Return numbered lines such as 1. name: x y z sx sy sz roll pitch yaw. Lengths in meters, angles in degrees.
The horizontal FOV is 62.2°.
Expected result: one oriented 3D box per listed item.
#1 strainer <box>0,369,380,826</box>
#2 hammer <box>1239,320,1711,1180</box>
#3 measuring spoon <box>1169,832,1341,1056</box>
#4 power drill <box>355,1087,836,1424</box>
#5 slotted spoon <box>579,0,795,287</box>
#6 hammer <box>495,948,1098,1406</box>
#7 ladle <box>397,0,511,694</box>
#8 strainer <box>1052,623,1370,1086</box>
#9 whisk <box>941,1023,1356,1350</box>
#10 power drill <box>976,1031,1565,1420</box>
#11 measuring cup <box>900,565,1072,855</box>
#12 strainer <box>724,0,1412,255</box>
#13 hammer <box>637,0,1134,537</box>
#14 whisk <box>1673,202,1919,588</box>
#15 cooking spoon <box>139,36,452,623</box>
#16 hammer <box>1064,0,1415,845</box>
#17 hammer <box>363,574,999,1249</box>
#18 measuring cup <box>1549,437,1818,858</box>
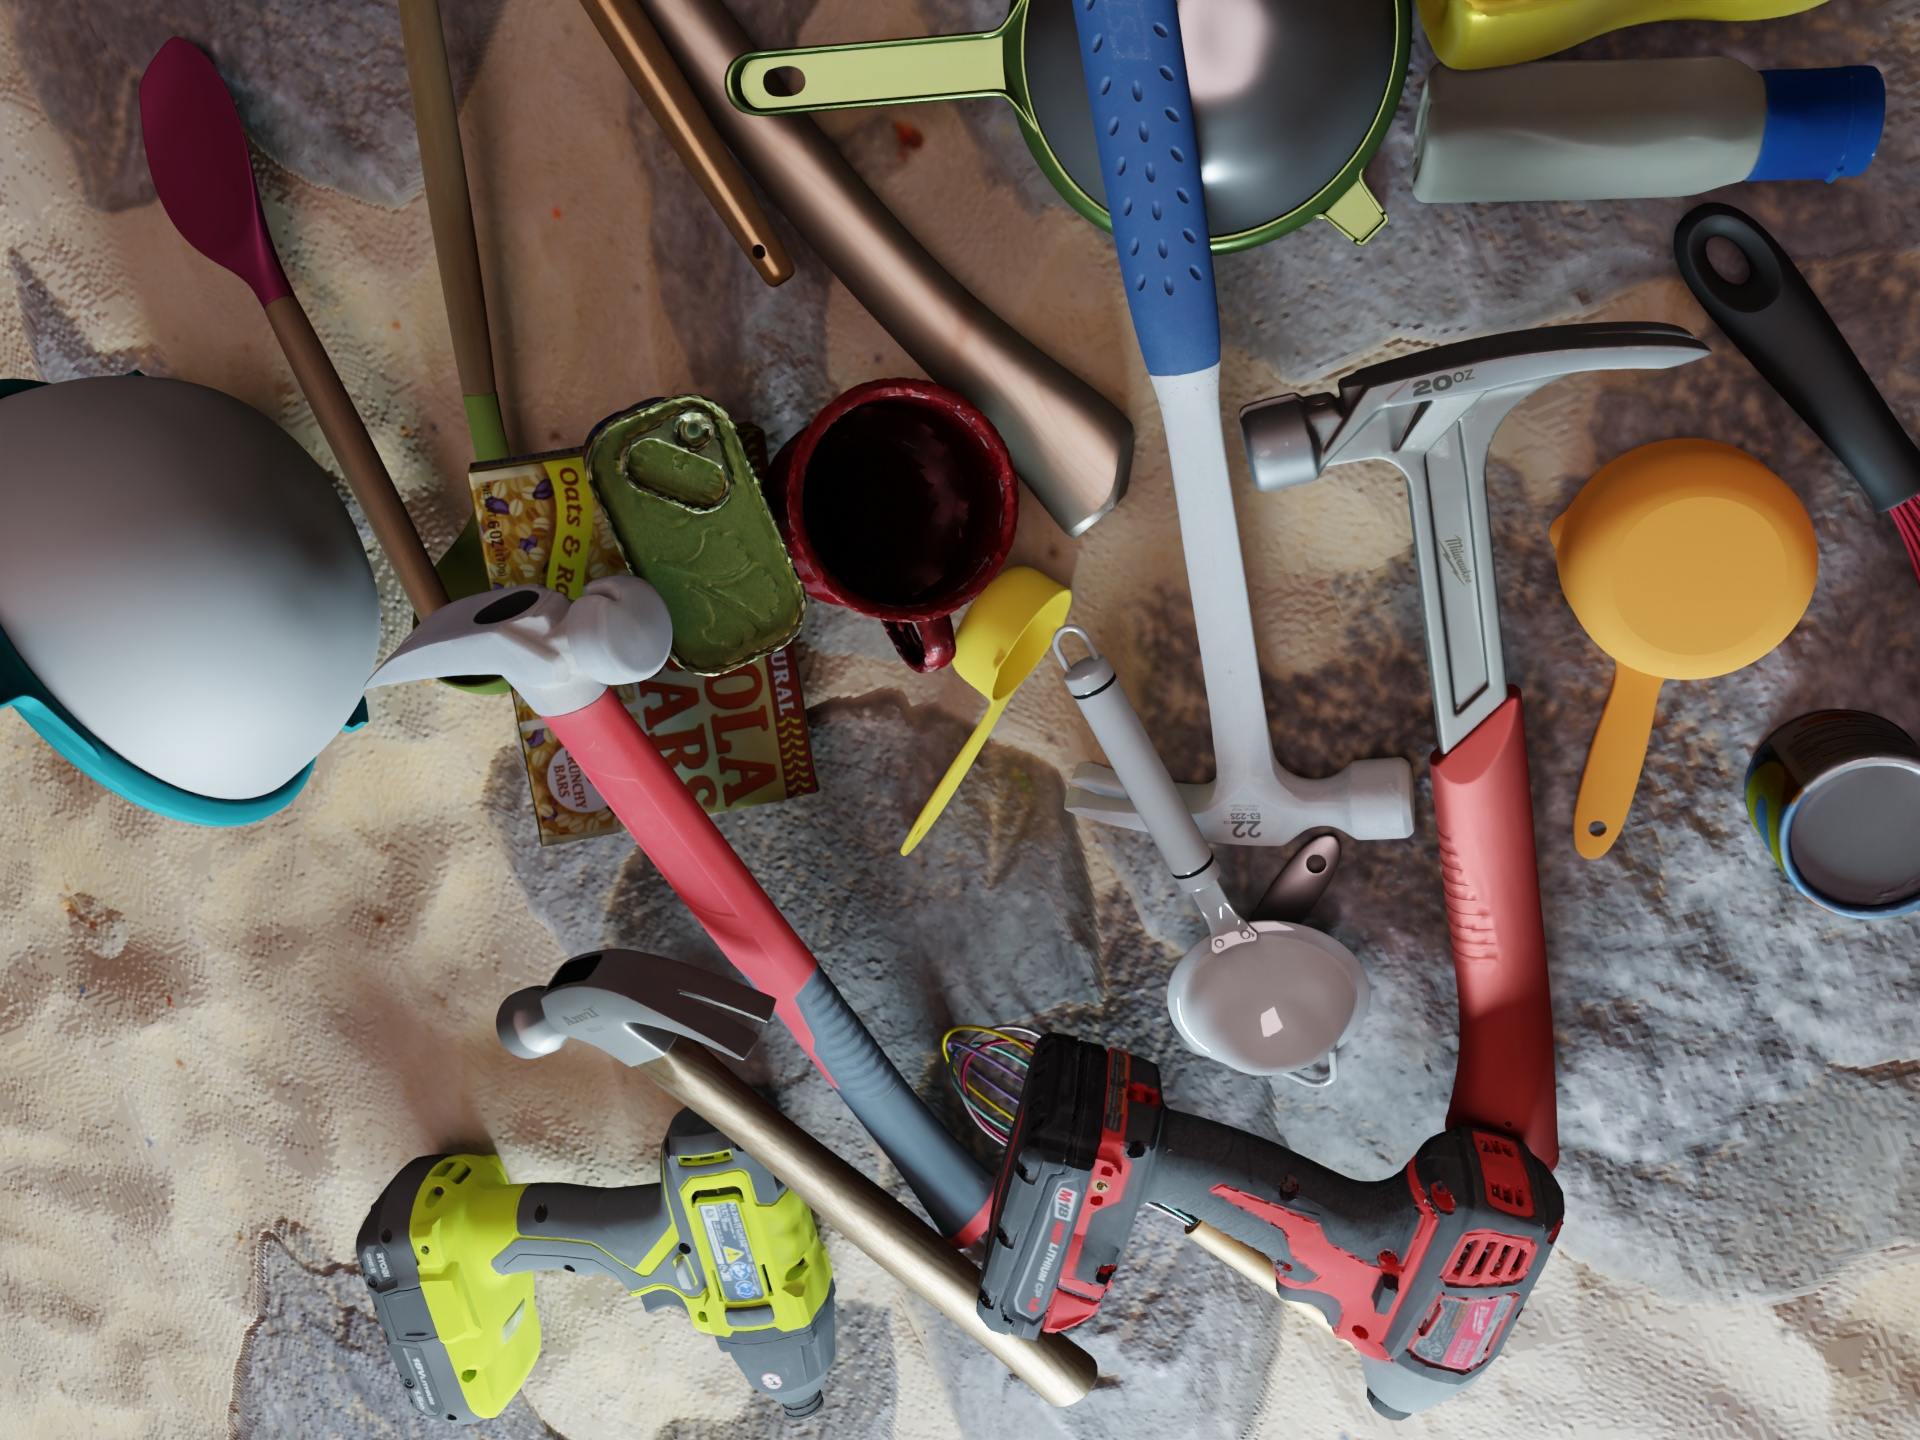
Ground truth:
1. strainer: -0.317 -0.049 0.616 0.095 0.340 0.211 -26 104 9
2. hammer: 0.209 0.032 0.607 0.149 0.037 0.358 -10 117 12
3. measuring spoon: 0.131 0.101 0.702 0.034 0.018 0.124 31 111 5
4. power drill: -0.178 0.286 0.813 0.223 0.080 0.171 -10 103 15
5. slotted spoon: -0.156 -0.306 0.613 0.070 0.031 0.313 -29 100 24
6. hammer: -0.052 0.214 0.720 0.331 0.031 0.130 45 136 -20
7. ladle: -0.217 -0.165 0.680 0.078 0.062 0.320 5 113 19
8. strainer: 0.099 0.070 0.658 0.087 0.050 0.258 -23 110 20
9. whisk: 0.093 0.216 0.735 0.245 0.051 0.047 35 106 0
10. power drill: 0.124 0.221 0.669 0.219 0.079 0.143 13 118 2
11. measuring cup: -0.001 -0.002 0.695 0.029 0.062 0.156 38 123 12
12. strainer: 0.037 -0.239 0.572 0.256 0.069 0.151 -3 112 4
13. hammer: -0.083 -0.233 0.650 0.146 0.038 0.410 -40 93 23
14. whisk: 0.353 -0.066 0.573 0.073 0.073 0.296 -37 88 22
15. cooking spoon: -0.289 -0.162 0.703 0.068 0.017 0.319 -33 82 31
16. hammer: 0.078 -0.119 0.584 0.144 0.035 0.405 -4 122 18
17. hammer: -0.092 0.102 0.682 0.143 0.038 0.385 -6 129 35
18. measuring cup: 0.266 -0.019 0.609 0.095 0.052 0.173 13 107 11
